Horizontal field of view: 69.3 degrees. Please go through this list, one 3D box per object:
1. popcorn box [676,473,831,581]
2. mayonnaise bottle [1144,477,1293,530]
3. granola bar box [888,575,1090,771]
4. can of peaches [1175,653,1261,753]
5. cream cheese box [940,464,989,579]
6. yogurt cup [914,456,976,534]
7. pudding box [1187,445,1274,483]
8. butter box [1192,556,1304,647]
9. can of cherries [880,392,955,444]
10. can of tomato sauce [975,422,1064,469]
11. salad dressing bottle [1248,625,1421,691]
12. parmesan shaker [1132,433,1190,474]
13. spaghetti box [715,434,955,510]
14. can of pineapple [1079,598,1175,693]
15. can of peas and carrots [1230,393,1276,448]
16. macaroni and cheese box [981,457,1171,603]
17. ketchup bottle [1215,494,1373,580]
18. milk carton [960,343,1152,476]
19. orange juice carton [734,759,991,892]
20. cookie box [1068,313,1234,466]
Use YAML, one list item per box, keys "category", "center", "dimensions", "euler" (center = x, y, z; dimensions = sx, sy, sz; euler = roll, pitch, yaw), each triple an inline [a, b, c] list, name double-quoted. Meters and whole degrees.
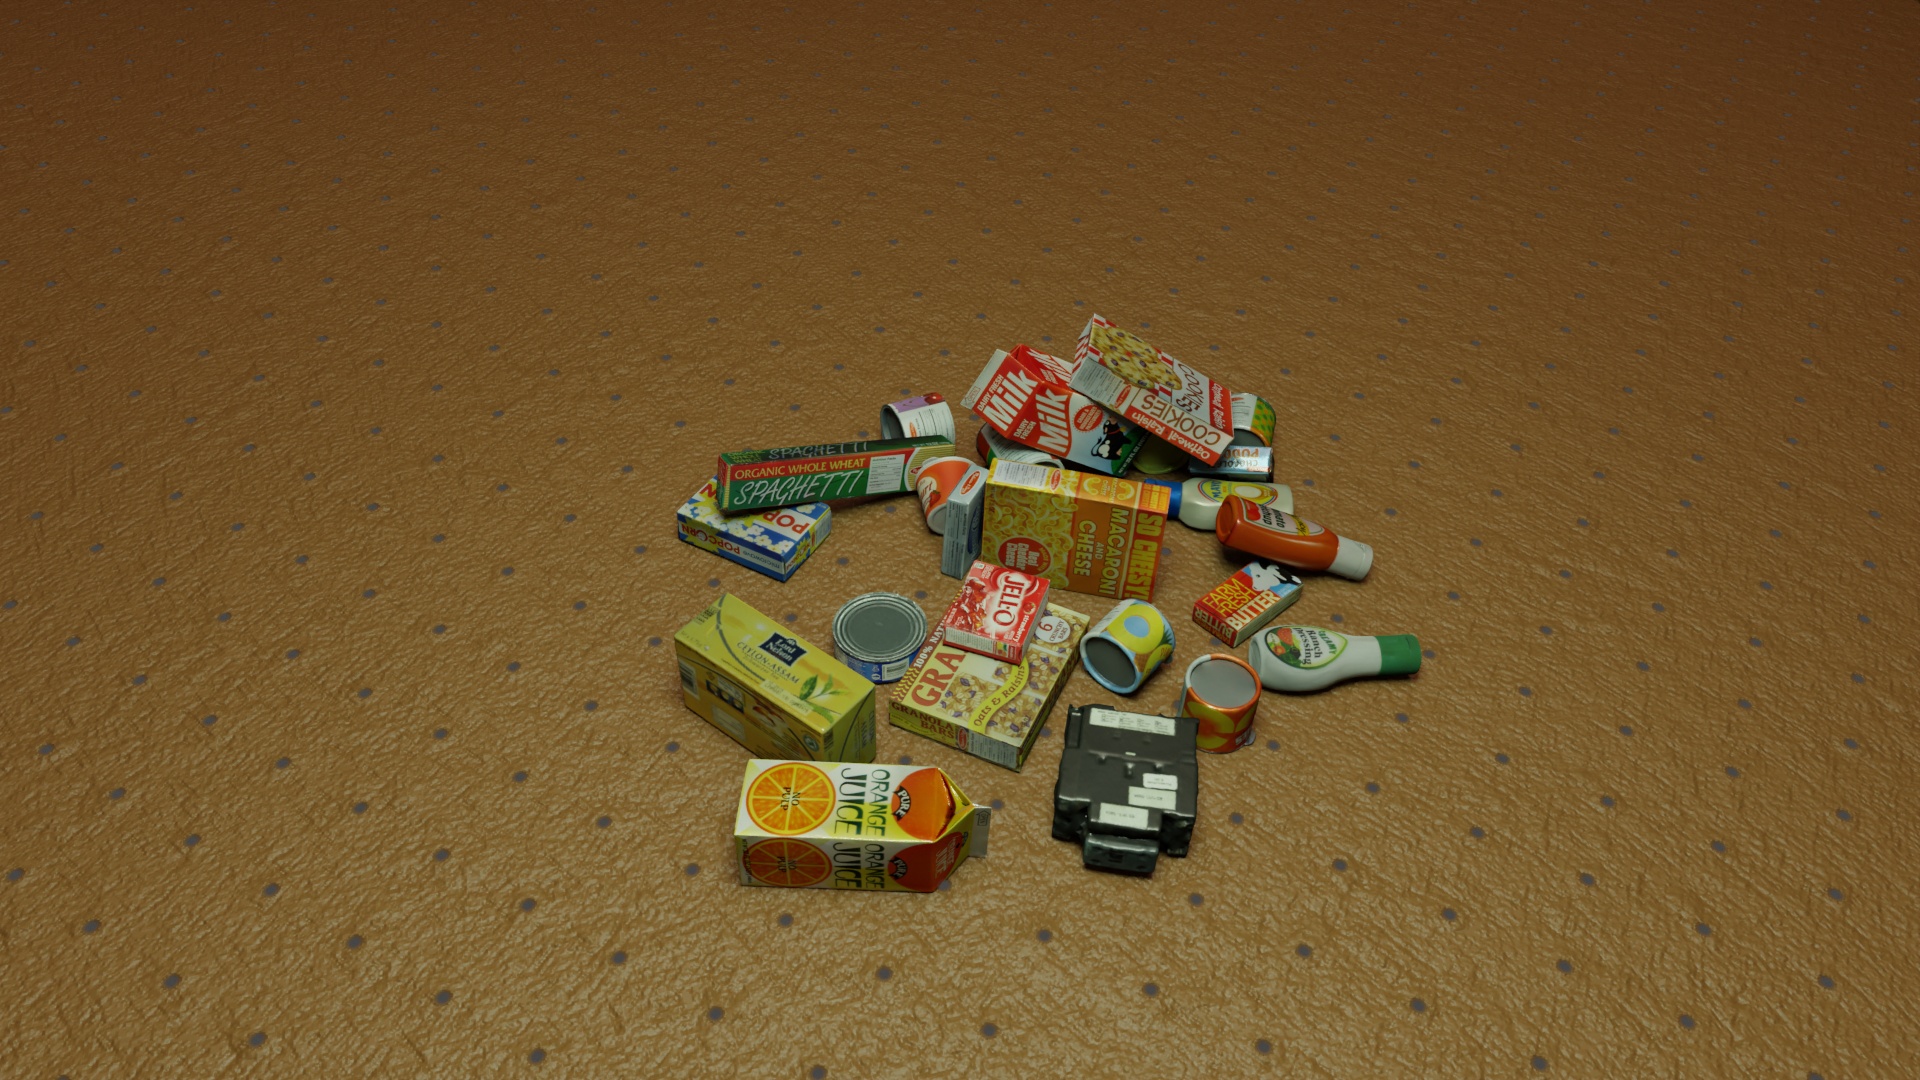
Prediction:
- category: "popcorn box"
  center: [-0.201, -0.017, 1.359]
  dimensions: [0.127, 0.038, 0.085]
  euler: [21, 46, 19]
- category: "mayonnaise bottle"
  center: [0.258, -0.037, 1.400]
  dimensions: [0.148, 0.041, 0.065]
  euler: [7, 37, 3]
- category: "granola bar box"
  center: [0.028, 0.114, 1.229]
  dimensions: [0.124, 0.038, 0.166]
  euler: [19, 45, 17]
- category: "can of peaches"
  center: [0.224, 0.141, 1.197]
  dimensions: [0.071, 0.057, 0.071]
  euler: [1, 42, -1]
- category: "cream cheese box"
  center: [0.005, -0.017, 1.321]
  dimensions: [0.024, 0.103, 0.054]
  euler: [21, 47, 16]
- category: "yogurt cup"
  center: [-0.009, -0.042, 1.378]
  dimensions: [0.072, 0.072, 0.054]
  euler: [-4, 51, -7]
- category: "pudding box"
  center: [0.278, -0.077, 1.425]
  dimensions: [0.084, 0.049, 0.030]
  euler: [3, 79, 17]
- category: "butter box"
  center: [0.272, 0.056, 1.314]
  dimensions: [0.104, 0.024, 0.053]
  euler: [-31, 51, -31]
- category: "can of cherries"
  center: [-0.046, -0.118, 1.457]
  dimensions: [0.058, 0.071, 0.072]
  euler: [-18, 47, -21]
- category: "can of tomato sauce"
  center: [0.063, -0.082, 1.424]
  dimensions: [0.071, 0.070, 0.083]
  euler: [-14, 46, -17]
- category: "salad dressing bottle"
  center: [0.337, 0.105, 1.251]
  dimensions: [0.148, 0.043, 0.064]
  euler: [-1, 42, -5]
- category: "parmesan shaker"
  center: [0.204, -0.130, 1.477]
  dimensions: [0.071, 0.071, 0.103]
  euler: [-2, 43, -5]
- category: "spaghetti box"
  center: [-0.120, -0.069, 1.366]
  dimensions: [0.251, 0.050, 0.029]
  euler: [-7, 31, -31]
- category: "can of pineapple"
  center: [0.150, 0.095, 1.236]
  dimensions: [0.071, 0.070, 0.058]
  euler: [31, 50, 27]
- category: "can of peas and carrots"
  center: [0.298, -0.111, 1.467]
  dimensions: [0.071, 0.070, 0.059]
  euler: [12, 44, 10]
- category: "macaroni and cheese box"
  center: [0.106, -0.009, 1.303]
  dimensions: [0.166, 0.123, 0.040]
  euler: [10, 45, 7]
- category: "ketchup bottle"
  center: [0.322, 0.001, 1.340]
  dimensions: [0.149, 0.043, 0.065]
  euler: [17, 28, -9]
- category: "milk carton"
  center: [0.095, -0.135, 1.390]
  dimensions: [0.190, 0.072, 0.074]
  euler: [17, 31, -32]
- category: "orange juice carton"
  center: [-0.073, 0.224, 1.083]
  dimensions: [0.193, 0.071, 0.073]
  euler: [2, 44, 0]
- category: "cookie box"
  center: [0.193, -0.152, 1.395]
  dimensions: [0.167, 0.040, 0.123]
  euler: [28, 29, -6]
